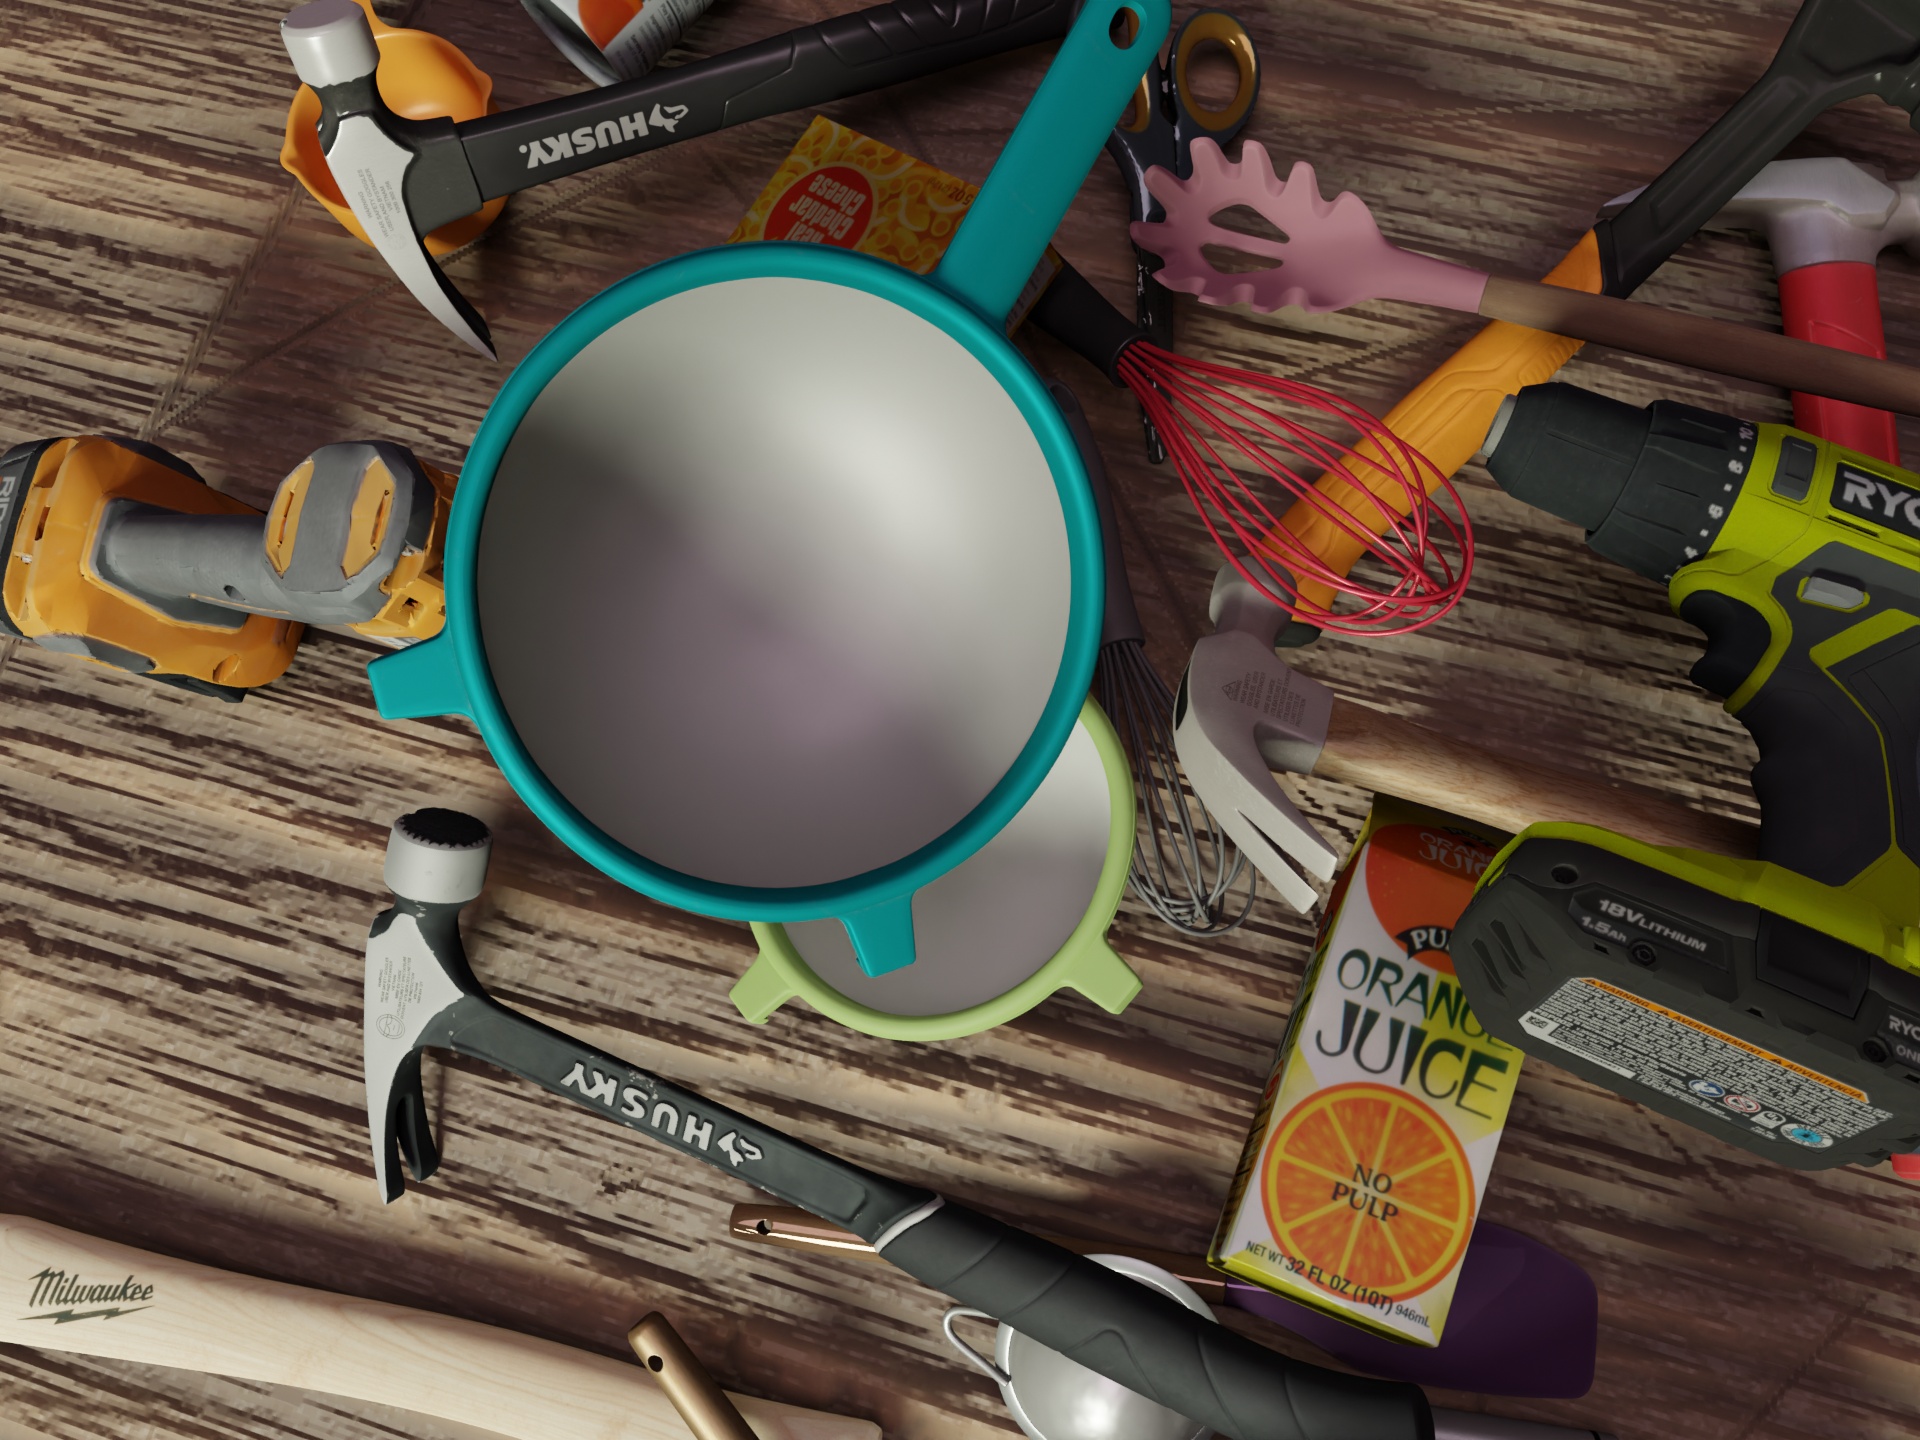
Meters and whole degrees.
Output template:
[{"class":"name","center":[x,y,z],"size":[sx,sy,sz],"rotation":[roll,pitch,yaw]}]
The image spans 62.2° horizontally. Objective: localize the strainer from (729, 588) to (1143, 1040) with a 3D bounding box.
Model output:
[{"class":"strainer","center":[-0.001,-0.002,0.612],"size":[0.151,0.069,0.256],"rotation":[-6,68,18]}]

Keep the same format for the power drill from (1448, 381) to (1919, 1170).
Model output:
[{"class":"power drill","center":[0.235,-0.001,0.490],"size":[0.190,0.080,0.229],"rotation":[23,62,9]}]

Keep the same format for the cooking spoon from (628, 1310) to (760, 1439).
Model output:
[{"class":"cooking spoon","center":[-0.013,0.333,0.537],"size":[0.068,0.017,0.319],"rotation":[-40,84,16]}]

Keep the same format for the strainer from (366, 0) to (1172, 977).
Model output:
[{"class":"strainer","center":[-0.034,-0.101,0.540],"size":[0.210,0.095,0.340],"rotation":[31,83,-21]}]

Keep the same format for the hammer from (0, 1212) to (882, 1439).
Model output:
[{"class":"hammer","center":[-0.230,0.226,0.599],"size":[0.410,0.038,0.146],"rotation":[10,78,7]}]

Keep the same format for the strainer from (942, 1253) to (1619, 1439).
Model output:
[{"class":"strainer","center":[0.119,0.243,0.558],"size":[0.258,0.050,0.087],"rotation":[8,101,3]}]

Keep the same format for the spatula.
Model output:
[{"class":"spatula","center":[0.071,0.201,0.583],"size":[0.316,0.018,0.060],"rotation":[5,80,5]}]

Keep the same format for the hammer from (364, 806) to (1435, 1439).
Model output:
[{"class":"hammer","center":[-0.038,0.169,0.543],"size":[0.409,0.036,0.149],"rotation":[21,107,16]}]

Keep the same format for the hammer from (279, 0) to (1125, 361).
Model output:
[{"class":"hammer","center":[-0.087,-0.258,0.659],"size":[0.334,0.146,0.035],"rotation":[-20,46,-10]}]

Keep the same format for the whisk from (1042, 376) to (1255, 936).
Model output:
[{"class":"whisk","center":[0.064,-0.030,0.621],"size":[0.055,0.055,0.239],"rotation":[-15,73,2]}]

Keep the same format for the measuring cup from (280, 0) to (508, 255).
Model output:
[{"class":"measuring cup","center":[-0.253,-0.284,0.702],"size":[0.095,0.052,0.174],"rotation":[-21,75,1]}]

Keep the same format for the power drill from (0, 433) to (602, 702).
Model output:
[{"class":"power drill","center":[-0.231,-0.047,0.607],"size":[0.226,0.185,0.084],"rotation":[4,78,26]}]

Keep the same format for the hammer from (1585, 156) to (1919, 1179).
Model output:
[{"class":"hammer","center":[0.326,-0.028,0.597],"size":[0.143,0.038,0.386],"rotation":[-2,78,6]}]

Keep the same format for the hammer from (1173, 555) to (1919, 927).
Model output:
[{"class":"hammer","center":[0.233,0.041,0.539],"size":[0.331,0.031,0.130],"rotation":[18,49,5]}]

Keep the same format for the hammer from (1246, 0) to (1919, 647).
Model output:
[{"class":"hammer","center":[0.222,-0.160,0.610],"size":[0.337,0.034,0.127],"rotation":[-45,72,5]}]

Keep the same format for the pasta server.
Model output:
[{"class":"pasta server","center":[0.216,-0.149,0.573],"size":[0.316,0.040,0.060],"rotation":[19,100,16]}]

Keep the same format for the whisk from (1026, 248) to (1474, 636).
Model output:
[{"class":"whisk","center":[0.078,-0.126,0.597],"size":[0.073,0.073,0.296],"rotation":[-39,55,-3]}]
